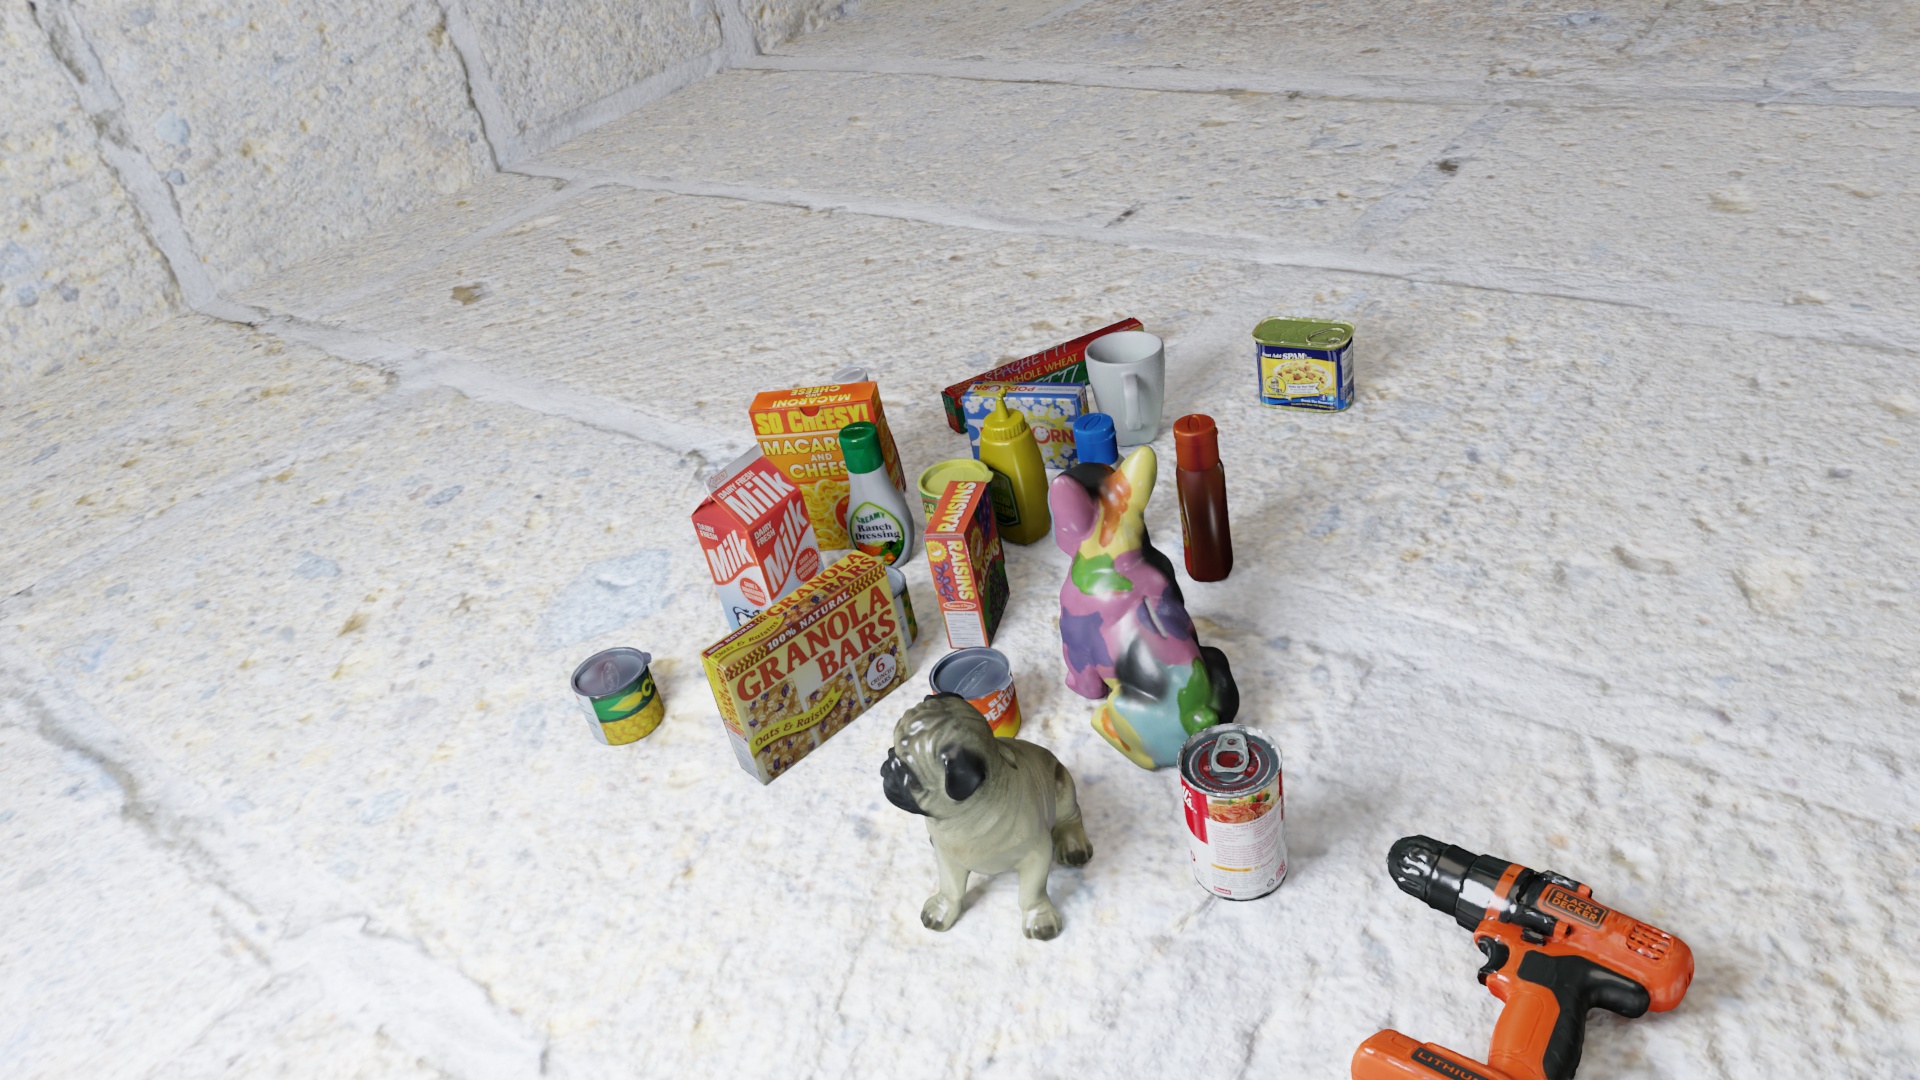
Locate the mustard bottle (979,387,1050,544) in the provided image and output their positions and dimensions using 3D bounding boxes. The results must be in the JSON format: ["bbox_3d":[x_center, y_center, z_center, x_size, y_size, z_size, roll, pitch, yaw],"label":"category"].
[{"bbox_3d":[0.047,-0.073,1.314,0.065,0.159,0.049,22,46,41],"label":"mustard bottle"}]

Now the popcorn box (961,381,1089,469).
[{"bbox_3d":[0.072,-0.120,1.446,0.127,0.084,0.038,4,36,23],"label":"popcorn box"}]

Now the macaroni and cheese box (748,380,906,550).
[{"bbox_3d":[-0.125,-0.069,1.358,0.124,0.165,0.040,-5,33,12],"label":"macaroni and cheese box"}]

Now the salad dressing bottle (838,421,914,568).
[{"bbox_3d":[-0.083,-0.042,1.320,0.064,0.147,0.044,-3,34,14],"label":"salad dressing bottle"}]

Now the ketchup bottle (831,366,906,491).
[{"bbox_3d":[-0.099,-0.104,1.419,0.065,0.148,0.043,-34,39,-30],"label":"ketchup bottle"}]

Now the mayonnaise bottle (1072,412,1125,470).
[{"bbox_3d":[0.129,-0.043,1.253,0.041,0.147,0.065,10,39,30],"label":"mayonnaise bottle"}]

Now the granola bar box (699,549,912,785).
[{"bbox_3d":[-0.122,0.102,1.136,0.166,0.123,0.039,-35,39,-31],"label":"granola bar box"}]

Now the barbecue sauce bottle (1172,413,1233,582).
[{"bbox_3d":[0.212,-0.039,1.219,0.043,0.147,0.065,-6,33,11],"label":"barbecue sauce bottle"}]

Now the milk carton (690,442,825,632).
[{"bbox_3d":[-0.176,0.010,1.232,0.073,0.189,0.073,14,41,35],"label":"milk carton"}]

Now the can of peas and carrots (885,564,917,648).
[{"bbox_3d":[-0.075,0.062,1.241,0.071,0.058,0.071,-9,33,6],"label":"can of peas and carrots"}]

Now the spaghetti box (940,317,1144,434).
[{"bbox_3d":[0.098,-0.187,1.572,0.251,0.050,0.029,-23,34,-16],"label":"spaghetti box"}]

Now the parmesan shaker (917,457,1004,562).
[{"bbox_3d":[0.005,-0.016,1.293,0.071,0.102,0.072,-9,33,6],"label":"parmesan shaker"}]

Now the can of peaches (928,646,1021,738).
[{"bbox_3d":[0.014,0.128,1.112,0.071,0.057,0.071,-9,33,6],"label":"can of peaches"}]

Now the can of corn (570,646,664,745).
[{"bbox_3d":[-0.294,0.134,1.203,0.071,0.058,0.071,-9,33,6],"label":"can of corn"}]

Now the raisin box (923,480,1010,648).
[{"bbox_3d":[0.007,0.021,1.217,0.040,0.122,0.086,0,35,19],"label":"raisin box"}]
